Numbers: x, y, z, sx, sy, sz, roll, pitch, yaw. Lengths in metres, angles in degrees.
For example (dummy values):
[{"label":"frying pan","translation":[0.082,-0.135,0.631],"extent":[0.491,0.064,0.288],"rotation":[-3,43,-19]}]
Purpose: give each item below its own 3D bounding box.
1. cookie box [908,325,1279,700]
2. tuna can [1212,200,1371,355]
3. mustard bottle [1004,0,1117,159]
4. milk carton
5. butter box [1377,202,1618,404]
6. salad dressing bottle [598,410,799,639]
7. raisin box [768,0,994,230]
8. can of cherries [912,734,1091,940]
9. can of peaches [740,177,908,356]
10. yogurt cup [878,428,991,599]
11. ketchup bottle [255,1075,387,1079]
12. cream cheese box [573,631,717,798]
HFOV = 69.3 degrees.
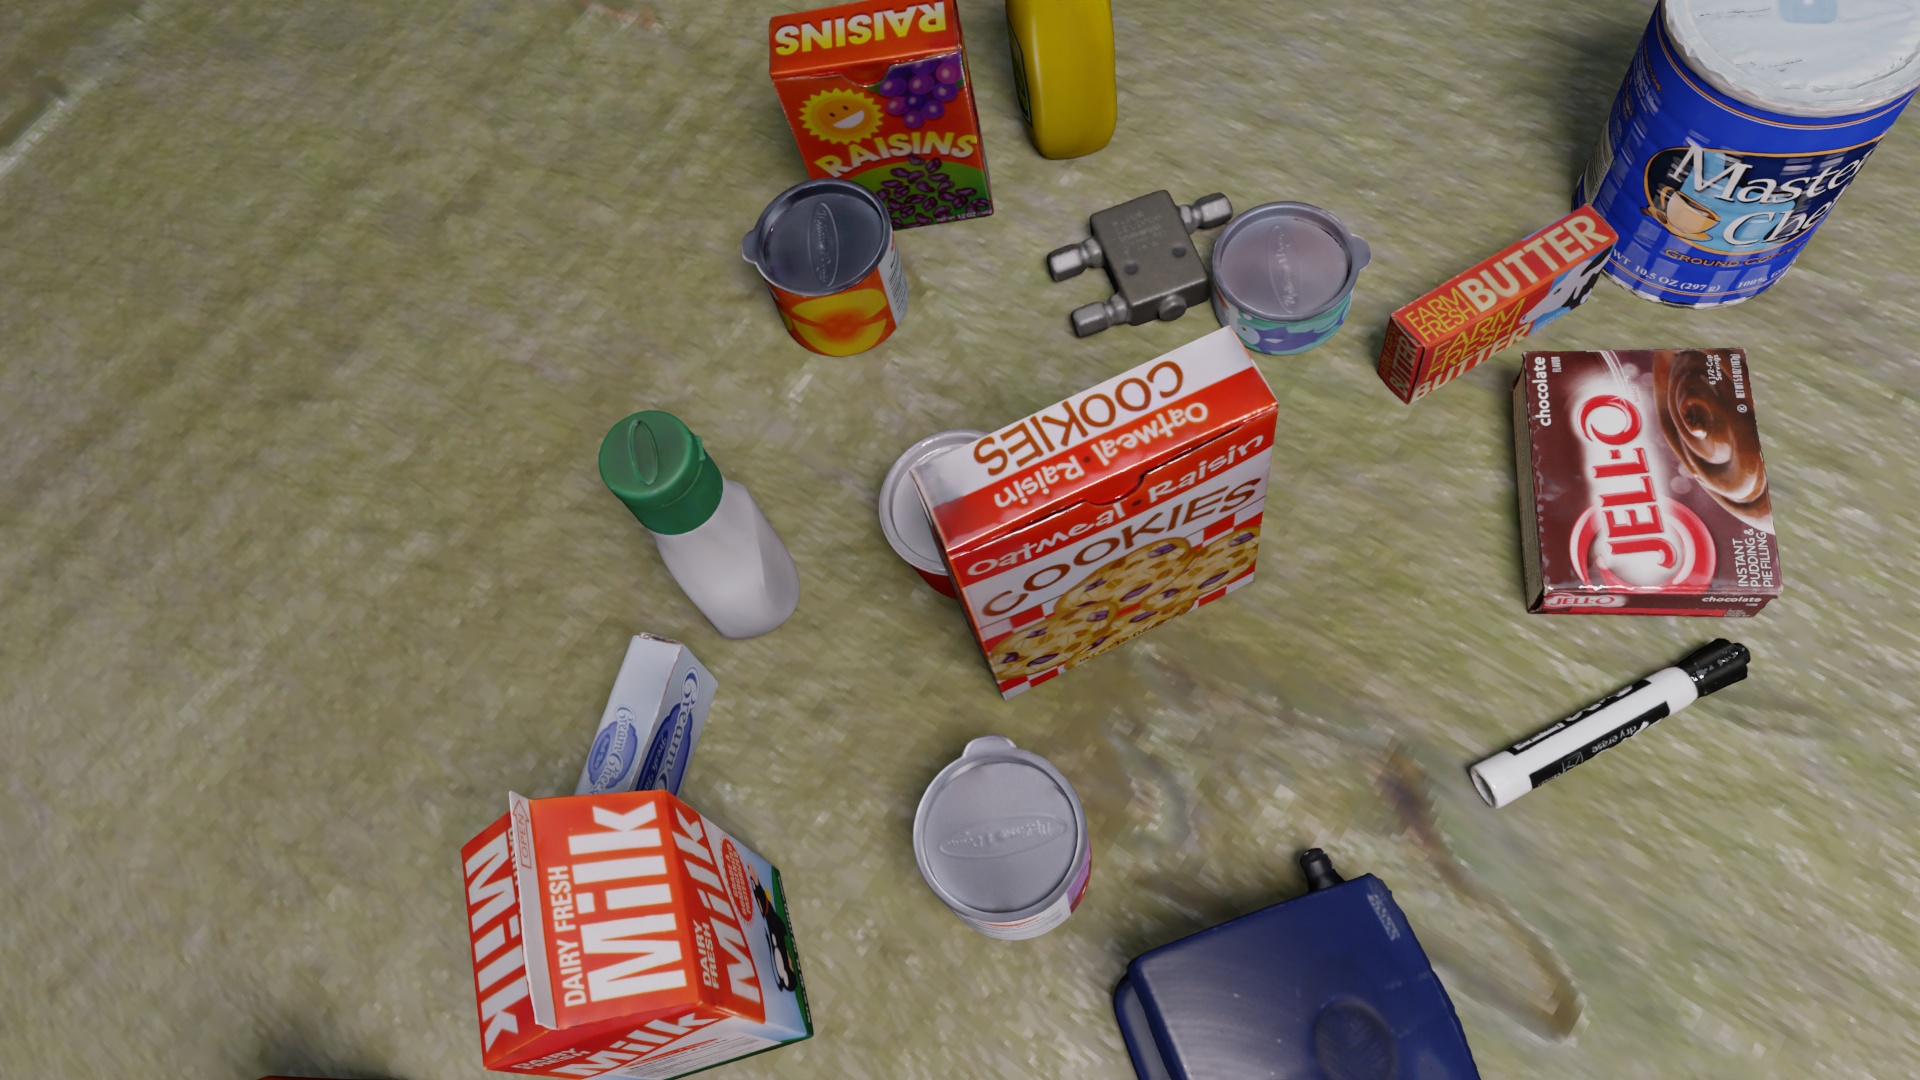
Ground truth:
[{"label":"cookie box","translation":[0.056,-0.002,0.537],"extent":[0.123,0.167,0.040],"rotation":[-25,66,-3]},{"label":"tuna can","translation":[0.153,-0.122,0.649],"extent":[0.071,0.032,0.071],"rotation":[-3,66,7]},{"label":"mustard bottle","translation":[0.045,-0.248,0.649],"extent":[0.049,0.159,0.065],"rotation":[-13,66,3]},{"label":"milk carton","translation":[-0.114,0.142,0.486],"extent":[0.073,0.190,0.072],"rotation":[-17,66,1]},{"label":"butter box","translation":[0.237,-0.104,0.617],"extent":[0.103,0.053,0.024],"rotation":[-29,66,-5]},{"label":"salad dressing bottle","translation":[-0.105,-0.005,0.572],"extent":[0.044,0.147,0.064],"rotation":[-17,66,1]},{"label":"raisin box","translation":[-0.035,-0.198,0.660],"extent":[0.086,0.123,0.040],"rotation":[-7,66,6]},{"label":"can of cherries","translation":[0.019,0.118,0.549],"extent":[0.071,0.058,0.072],"rotation":[-3,66,7]},{"label":"can of peaches","translation":[-0.064,-0.130,0.670],"extent":[0.071,0.058,0.071],"rotation":[-3,66,7]},{"label":"yogurt cup","translation":[0.002,-0.008,0.609],"extent":[0.072,0.053,0.072],"rotation":[-3,66,7]},{"label":"ketchup bottle","translation":[-0.234,0.215,0.494],"extent":[0.065,0.148,0.044],"rotation":[17,71,15]},{"label":"cream cheese box","translation":[-0.136,0.096,0.584],"extent":[0.024,0.053,0.104],"rotation":[11,69,13]}]
